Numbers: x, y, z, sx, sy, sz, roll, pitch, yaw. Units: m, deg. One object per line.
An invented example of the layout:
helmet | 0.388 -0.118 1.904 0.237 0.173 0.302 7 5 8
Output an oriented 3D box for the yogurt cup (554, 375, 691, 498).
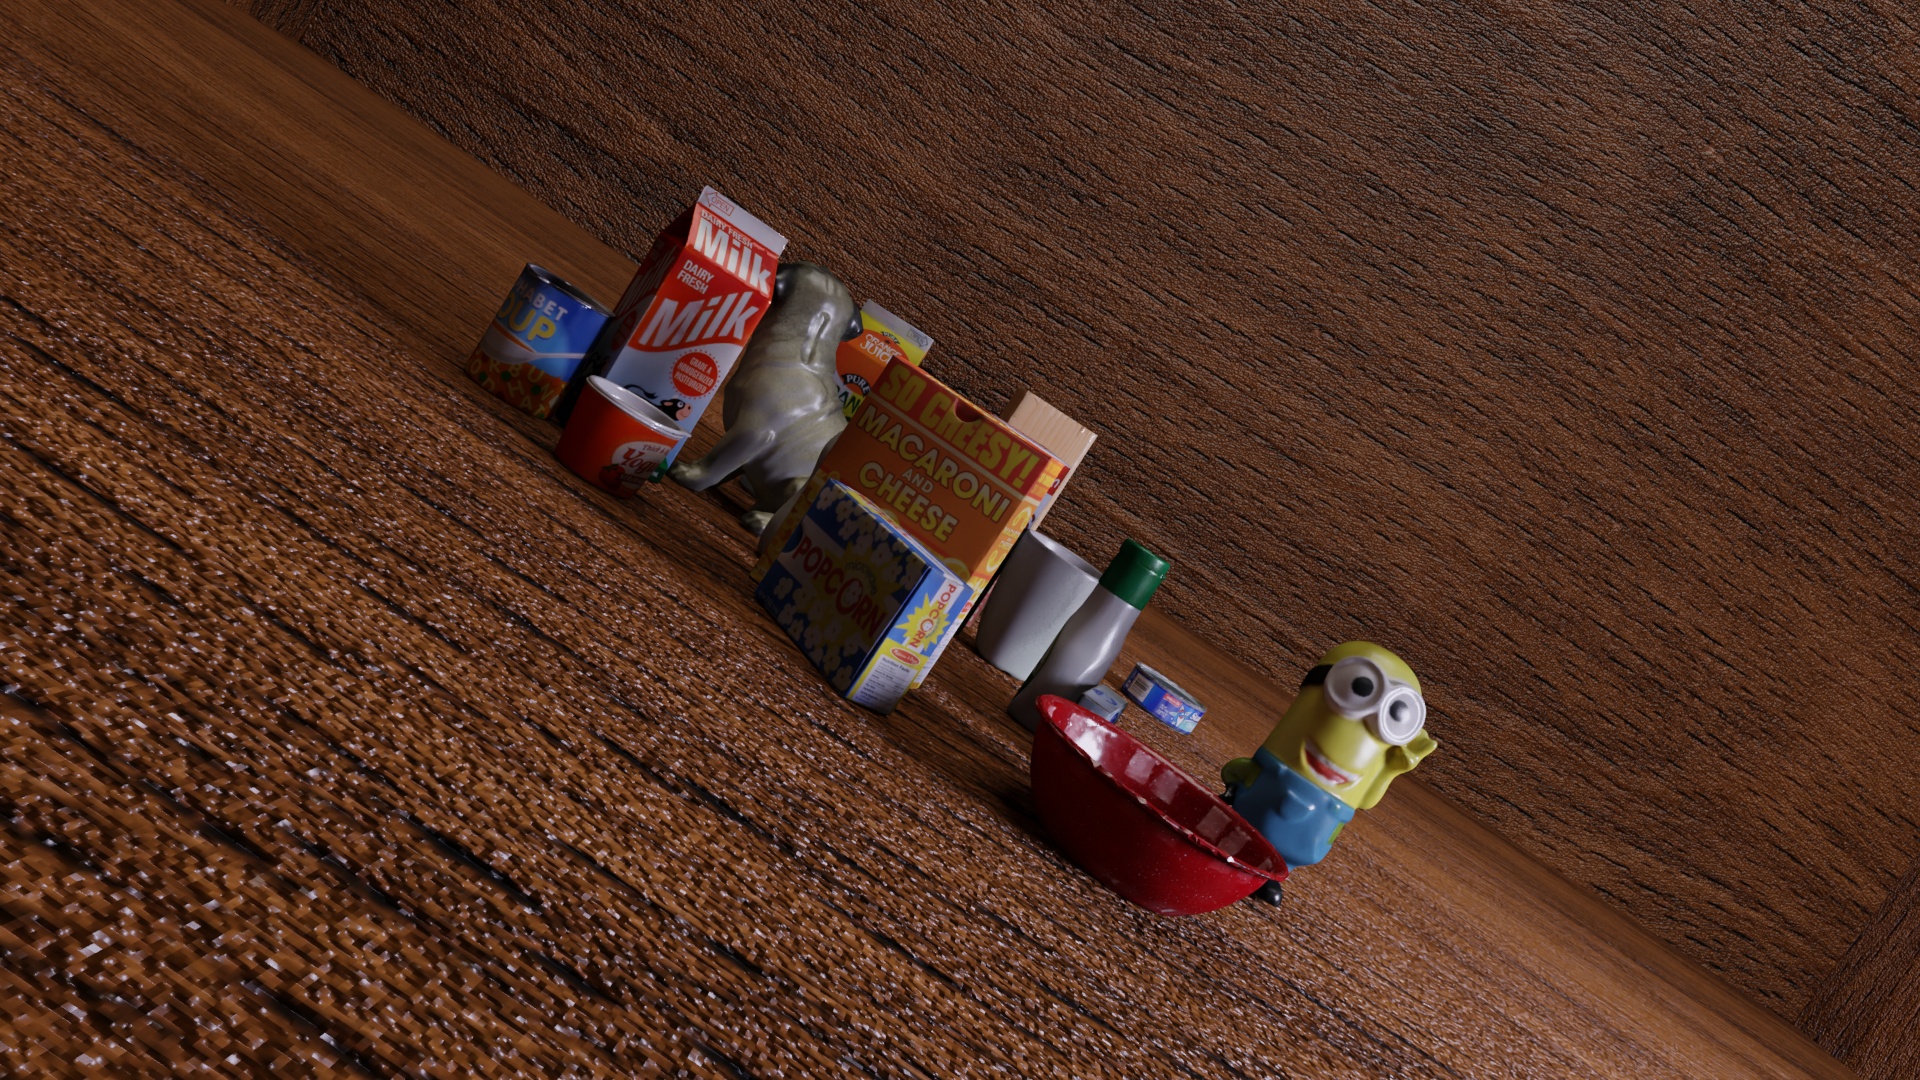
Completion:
yogurt cup | -0.213 -0.062 0.857 0.072 0.054 0.072 33 5 -3

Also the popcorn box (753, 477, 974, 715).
popcorn box | -0.057 0.029 0.782 0.038 0.085 0.127 29 6 -40

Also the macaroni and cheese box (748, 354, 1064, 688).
macaroni and cheese box | -0.034 -0.012 0.853 0.124 0.166 0.040 35 5 17

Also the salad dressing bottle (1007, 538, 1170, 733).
salad dressing bottle | 0.090 0.069 0.964 0.044 0.147 0.064 35 5 15

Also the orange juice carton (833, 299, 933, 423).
orange juice carton | -0.105 -0.119 1.256 0.072 0.192 0.073 33 5 -4

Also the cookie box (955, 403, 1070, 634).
cookie box | 0.004 -0.014 1.087 0.040 0.167 0.123 36 6 30

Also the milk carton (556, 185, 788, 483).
milk carton | -0.196 -0.144 0.955 0.072 0.190 0.073 30 6 -32

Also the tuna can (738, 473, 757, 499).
tuna can | -0.151 -0.045 1.183 0.071 0.033 0.071 33 5 -3

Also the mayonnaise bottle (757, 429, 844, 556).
mayonnaise bottle | -0.075 -0.038 0.947 0.064 0.148 0.041 31 5 -28

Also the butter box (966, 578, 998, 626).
butter box | 0.005 0.038 1.247 0.024 0.053 0.103 32 5 -14

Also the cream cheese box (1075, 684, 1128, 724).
cream cheese box | 0.082 0.125 0.916 0.024 0.053 0.104 34 5 12

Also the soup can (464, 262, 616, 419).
soup can | -0.282 -0.133 0.925 0.071 0.083 0.071 33 5 -3
